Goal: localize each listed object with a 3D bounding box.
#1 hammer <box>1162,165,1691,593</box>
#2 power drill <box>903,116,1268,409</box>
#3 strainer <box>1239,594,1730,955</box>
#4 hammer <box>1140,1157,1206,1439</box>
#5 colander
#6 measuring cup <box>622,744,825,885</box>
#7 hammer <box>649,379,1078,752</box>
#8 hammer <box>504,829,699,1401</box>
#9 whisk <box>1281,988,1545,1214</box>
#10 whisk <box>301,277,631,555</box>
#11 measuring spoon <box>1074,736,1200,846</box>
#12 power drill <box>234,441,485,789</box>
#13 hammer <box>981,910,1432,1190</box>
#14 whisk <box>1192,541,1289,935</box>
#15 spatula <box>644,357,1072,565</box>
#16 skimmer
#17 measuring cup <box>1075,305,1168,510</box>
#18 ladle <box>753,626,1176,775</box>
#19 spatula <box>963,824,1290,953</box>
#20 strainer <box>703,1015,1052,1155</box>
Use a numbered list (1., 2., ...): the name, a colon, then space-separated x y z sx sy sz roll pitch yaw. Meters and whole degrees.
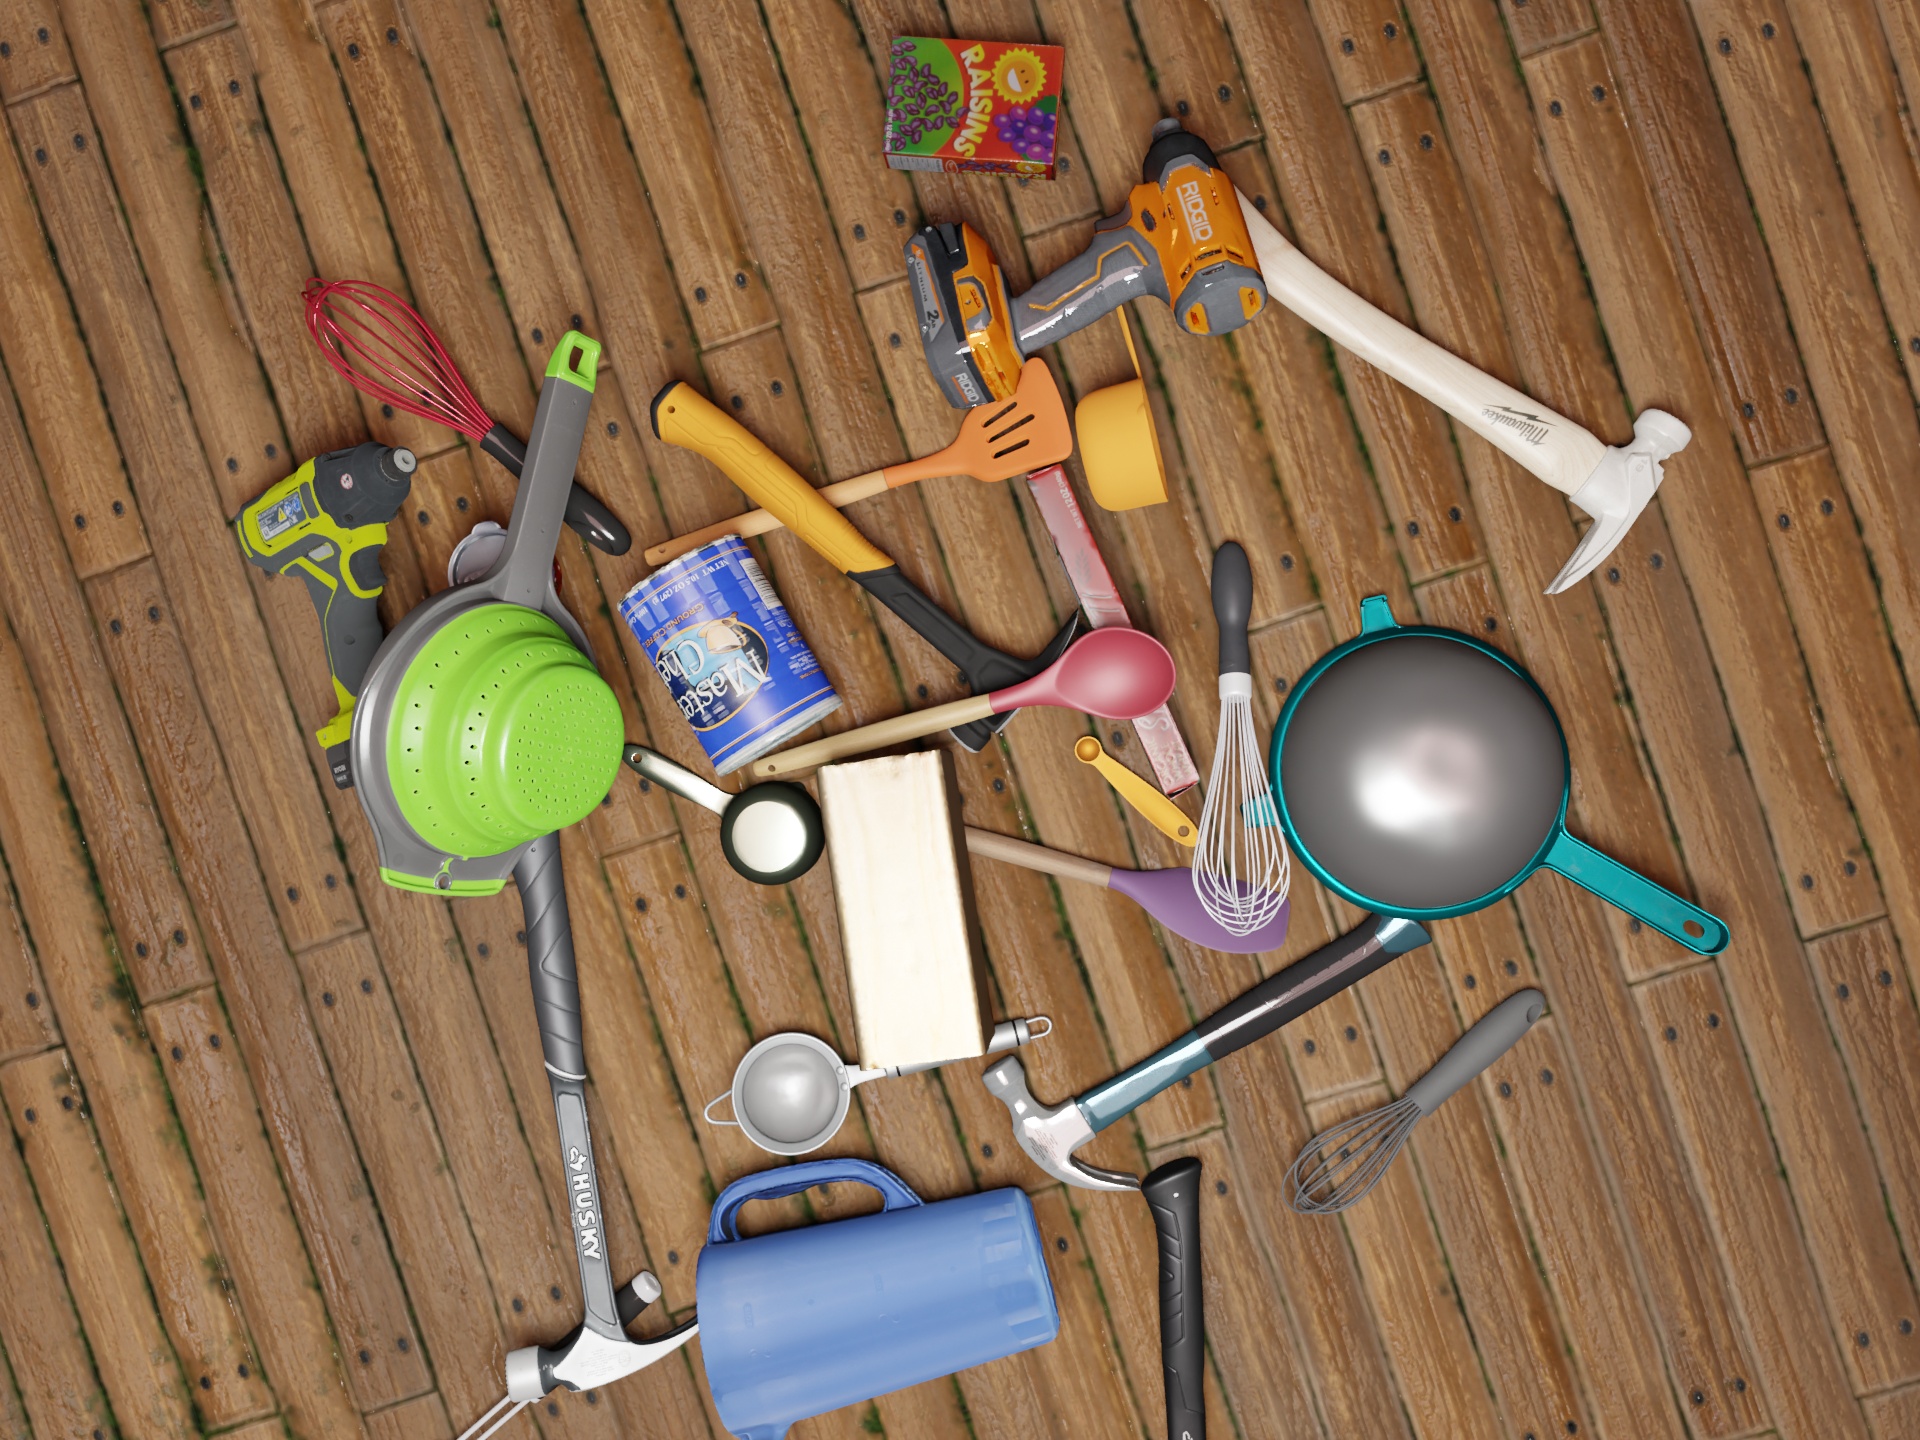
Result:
1. hammer: 0.305 -0.256 1.130 0.410 0.038 0.146 34 94 2
2. power drill: 0.081 -0.318 1.091 0.226 0.084 0.164 -16 67 12
3. strainer: 0.377 0.064 1.084 0.340 0.095 0.211 31 86 9
4. hammer: 0.169 0.487 1.160 0.146 0.035 0.335 -2 91 3
5. colander: -0.277 -0.068 1.073 0.094 0.204 0.397 11 87 33
6. measuring cup: -0.177 0.062 1.160 0.167 0.038 0.083 28 93 -1
7. hammer: -0.076 -0.127 1.123 0.337 0.034 0.127 39 107 -5
8. hammer: -0.280 0.274 1.158 0.149 0.036 0.409 -8 86 -10
9. whisk: 0.326 0.272 1.142 0.239 0.055 0.055 -41 90 -1
10. whisk: -0.356 -0.219 1.153 0.296 0.073 0.073 40 93 -4
11. measuring spoon: 0.130 0.052 1.162 0.117 0.011 0.021 40 97 -3
12. power drill: -0.415 -0.076 1.123 0.171 0.080 0.223 -18 93 34
13. hammer: 0.187 0.227 1.151 0.331 0.033 0.128 -32 89 3
14. whisk: 0.193 0.008 1.107 0.070 0.070 0.285 0 74 3
15. spatula: -0.079 -0.170 1.148 0.322 0.041 0.081 -18 75 5
16. skimmer: -0.371 0.531 1.156 0.363 0.090 0.127 -41 74 1
17. measuring cup: 0.105 -0.230 1.127 0.052 0.095 0.174 -14 72 11
18. ladle: -0.002 -0.004 1.120 0.315 0.031 0.069 -15 107 14
19. spatula: 0.083 0.109 1.156 0.316 0.018 0.060 16 59 4
20. strainer: -0.058 0.255 1.161 0.258 0.050 0.087 -14 80 -3
